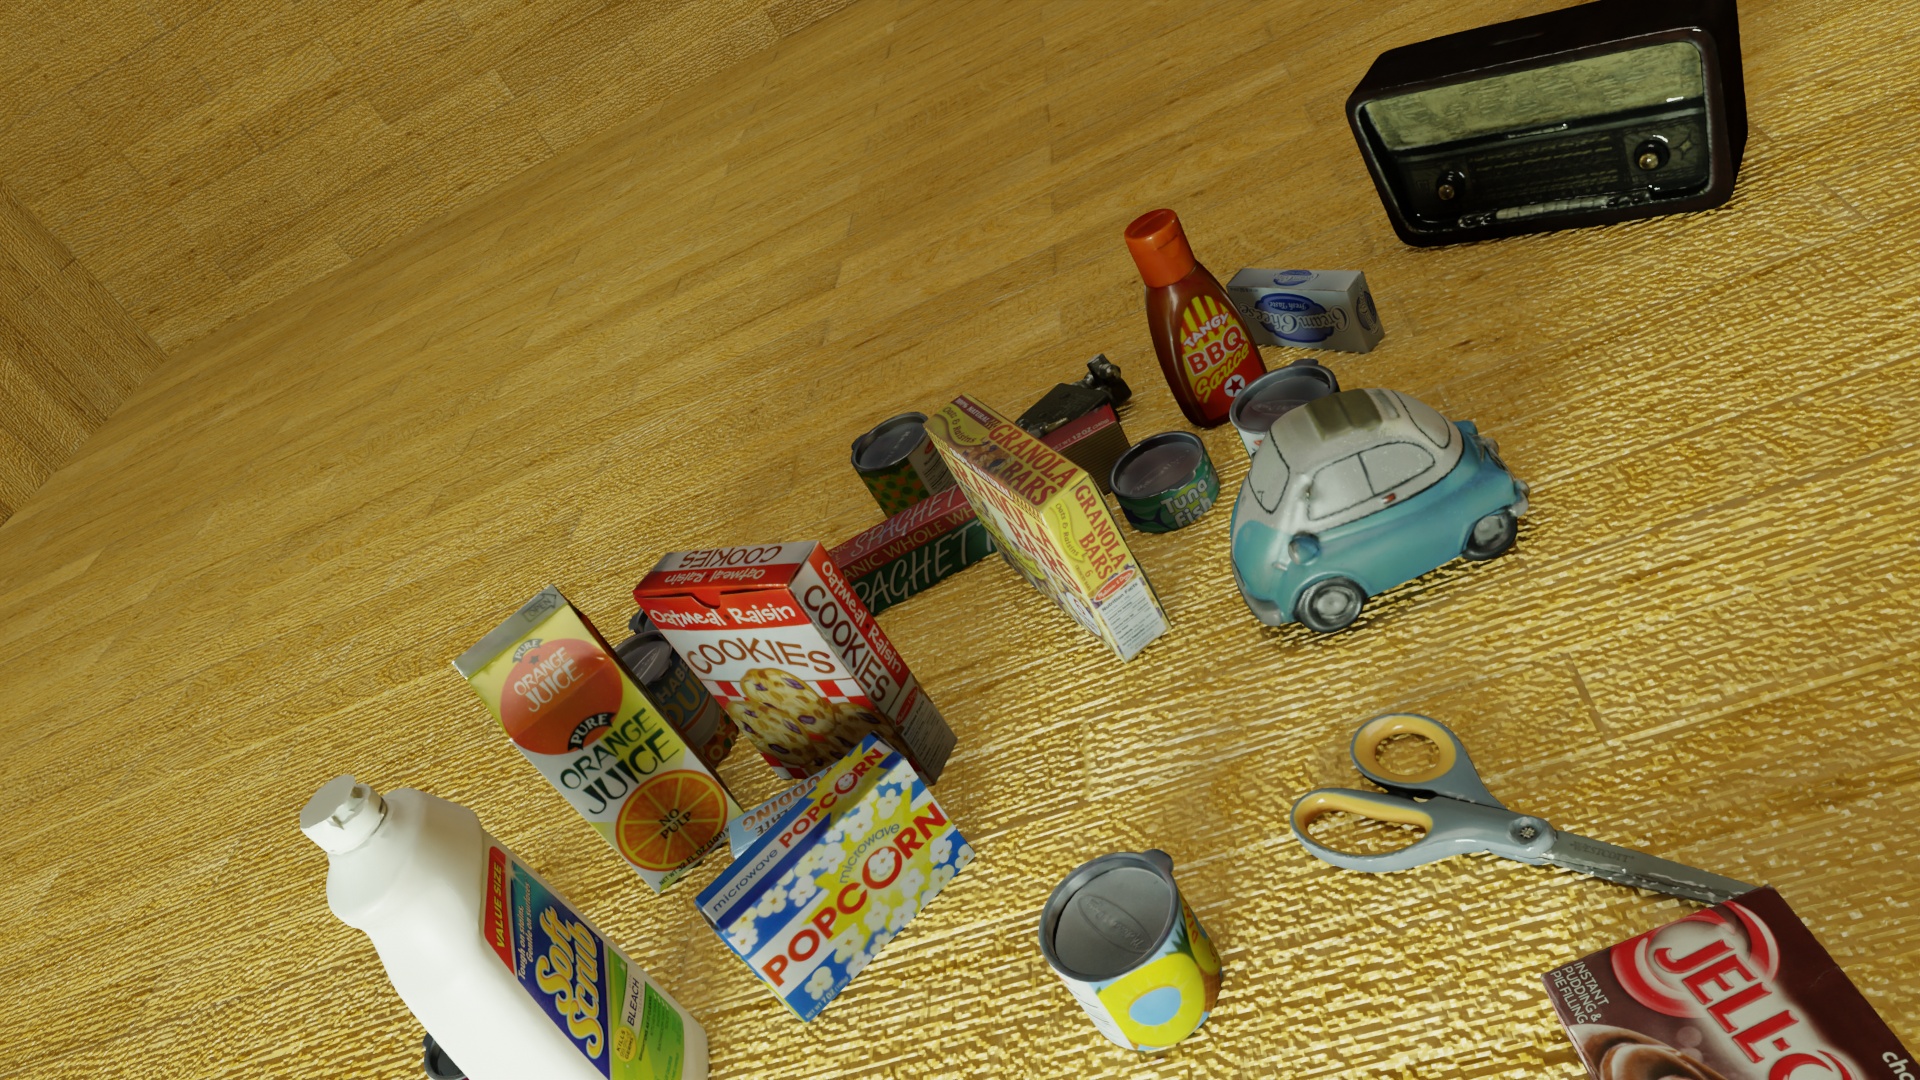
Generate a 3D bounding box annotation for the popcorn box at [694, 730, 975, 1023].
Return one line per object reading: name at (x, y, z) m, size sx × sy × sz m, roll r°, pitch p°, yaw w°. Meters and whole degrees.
popcorn box at (-0.063, 0.174, 0.721) m, size 0.127 × 0.085 × 0.038 m, roll -42°, pitch 33°, yaw -17°

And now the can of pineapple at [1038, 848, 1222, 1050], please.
can of pineapple at (0.078, 0.182, 0.618) m, size 0.071 × 0.057 × 0.071 m, roll -22°, pitch 33°, yaw 15°

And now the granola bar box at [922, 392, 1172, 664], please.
granola bar box at (0.050, -0.012, 0.844) m, size 0.039 × 0.123 × 0.166 m, roll -37°, pitch 32°, yaw -8°

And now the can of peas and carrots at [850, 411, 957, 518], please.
can of peas and carrots at (-0.041, -0.053, 1.040) m, size 0.071 × 0.058 × 0.071 m, roll -22°, pitch 33°, yaw 15°

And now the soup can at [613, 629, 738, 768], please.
soup can at (-0.194, 0.111, 0.919) m, size 0.071 × 0.083 × 0.072 m, roll -22°, pitch 33°, yaw 15°

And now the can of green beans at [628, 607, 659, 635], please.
can of green beans at (-0.192, 0.066, 1.004) m, size 0.071 × 0.057 × 0.071 m, roll -22°, pitch 33°, yaw 15°

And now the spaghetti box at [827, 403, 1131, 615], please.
spaghetti box at (0.003, -0.012, 0.954) m, size 0.250 × 0.050 × 0.029 m, roll -28°, pitch 32°, yaw 6°

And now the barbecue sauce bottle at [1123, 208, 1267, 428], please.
barbecue sauce bottle at (0.153, -0.149, 0.924) m, size 0.065 × 0.148 × 0.044 m, roll -35°, pitch 32°, yaw -5°

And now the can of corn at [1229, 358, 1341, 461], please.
can of corn at (0.208, -0.067, 0.851) m, size 0.071 × 0.058 × 0.071 m, roll -22°, pitch 33°, yaw 15°

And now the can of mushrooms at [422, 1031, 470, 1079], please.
can of mushrooms at (-0.269, 0.285, 0.789) m, size 0.071 × 0.033 × 0.071 m, roll -22°, pitch 33°, yaw 15°

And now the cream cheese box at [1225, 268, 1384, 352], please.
cream cheese box at (0.237, -0.159, 0.957) m, size 0.024 × 0.053 × 0.104 m, roll -47°, pitch 35°, yaw -23°

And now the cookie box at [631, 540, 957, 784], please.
cookie box at (-0.095, 0.075, 0.807) m, size 0.123 × 0.167 × 0.040 m, roll -5°, pitch 41°, yaw 36°

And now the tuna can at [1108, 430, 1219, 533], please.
tuna can at (0.133, -0.037, 0.896) m, size 0.071 × 0.032 × 0.071 m, roll -22°, pitch 33°, yaw 15°

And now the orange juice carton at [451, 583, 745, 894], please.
orange juice carton at (-0.214, 0.115, 0.828) m, size 0.072 × 0.192 × 0.073 m, roll -39°, pitch 32°, yaw -11°

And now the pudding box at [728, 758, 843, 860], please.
pudding box at (-0.084, 0.164, 0.786) m, size 0.084 × 0.049 × 0.030 m, roll -30°, pitch 32°, yaw 2°
